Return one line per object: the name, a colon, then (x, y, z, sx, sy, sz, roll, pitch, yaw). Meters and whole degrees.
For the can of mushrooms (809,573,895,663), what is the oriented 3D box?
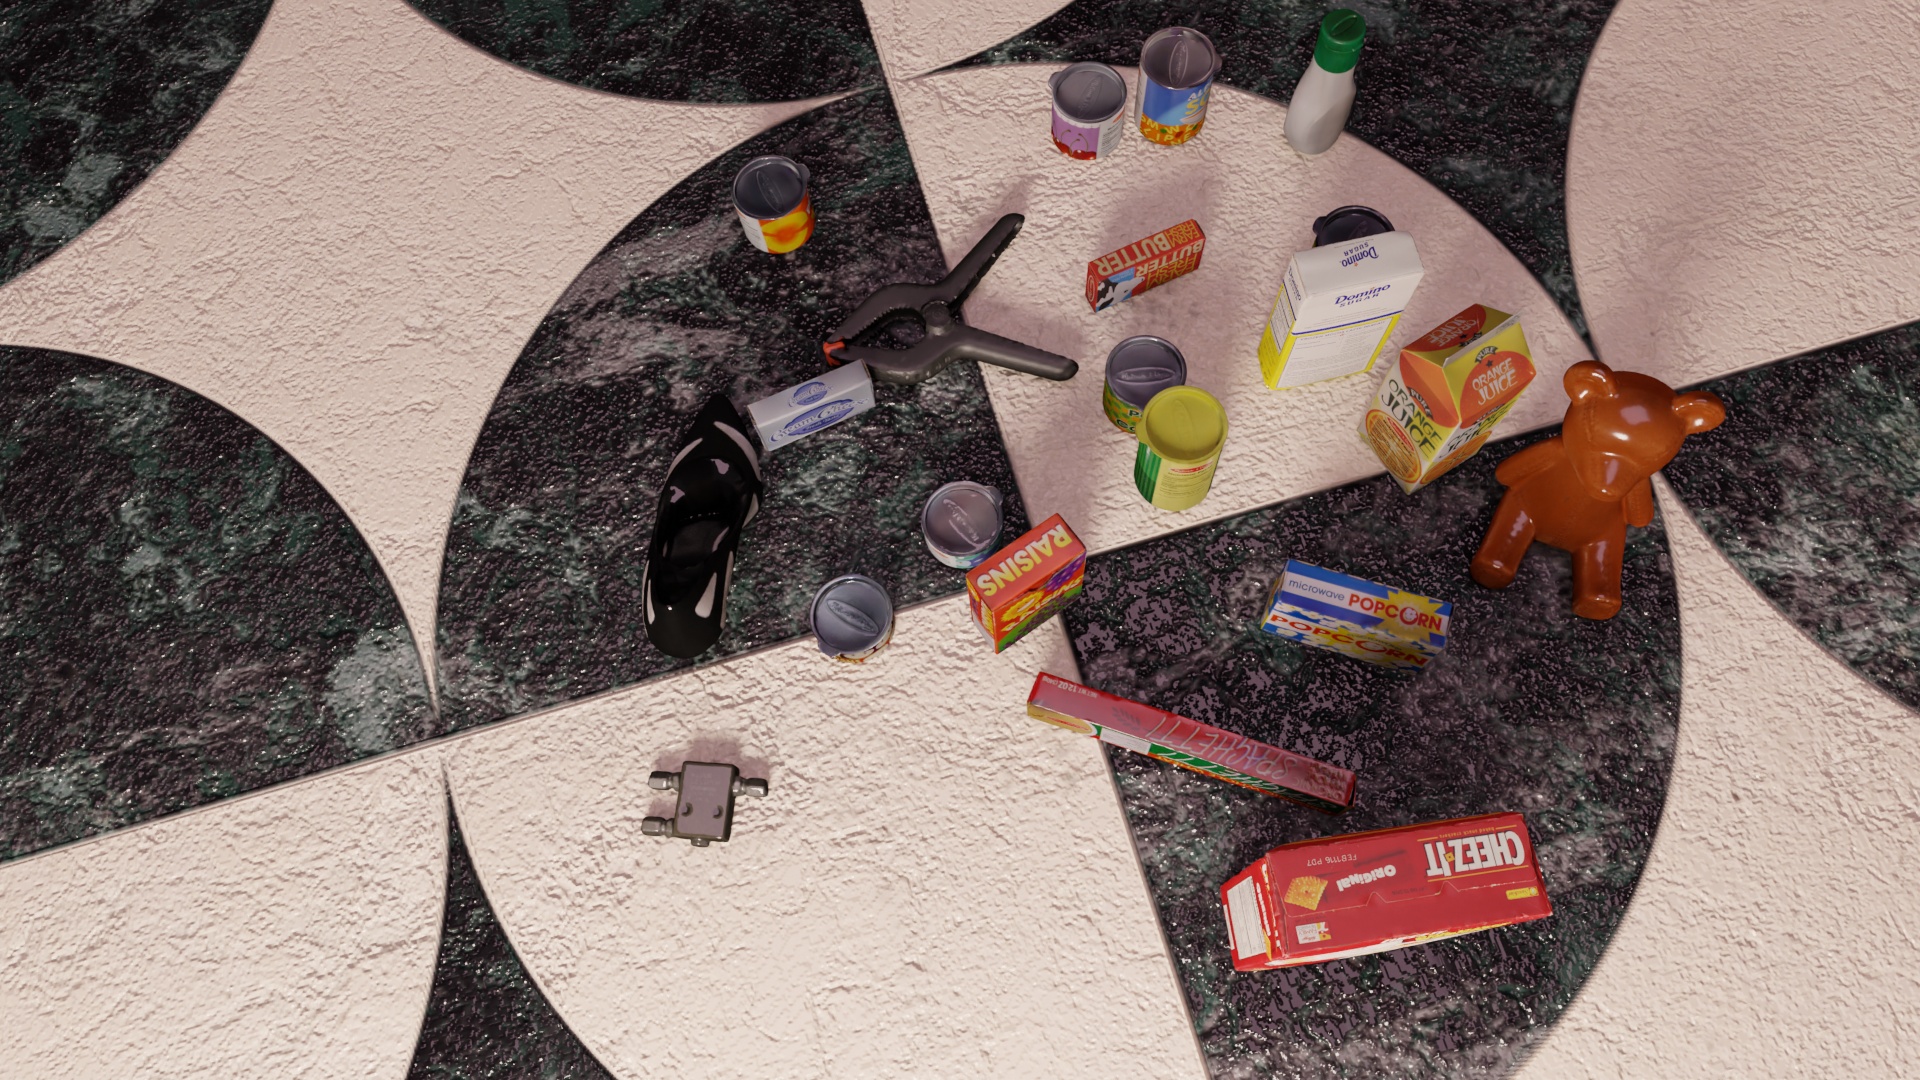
can of mushrooms: (-0.087, 0.064, 1.103, 0.071, 0.033, 0.071, -1, 70, 2)

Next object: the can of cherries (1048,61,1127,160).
can of cherries: (0.112, -0.386, 1.247, 0.071, 0.058, 0.072, -1, 70, 2)

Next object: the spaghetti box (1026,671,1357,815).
spaghetti box: (0.173, 0.154, 1.050, 0.250, 0.050, 0.029, 17, 72, 9)

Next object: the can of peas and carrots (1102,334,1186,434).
can of peas and carrots: (0.152, -0.125, 1.149, 0.071, 0.058, 0.071, -1, 70, 2)

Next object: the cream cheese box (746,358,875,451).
cream cheese box: (-0.123, -0.112, 1.159, 0.104, 0.053, 0.024, -23, 71, -6)

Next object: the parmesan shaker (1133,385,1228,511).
parmesan shaker: (0.170, -0.071, 1.105, 0.071, 0.102, 0.071, -1, 70, 2)

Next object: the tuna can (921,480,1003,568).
tuna can: (0.004, -0.014, 1.129, 0.071, 0.032, 0.071, -1, 70, 2)

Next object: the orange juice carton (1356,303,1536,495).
orange juice carton: (0.373, -0.113, 1.063, 0.072, 0.192, 0.073, -31, 72, -8)

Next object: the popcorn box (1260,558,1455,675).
popcorn box: (0.300, 0.059, 1.061, 0.127, 0.085, 0.038, 16, 72, 8)

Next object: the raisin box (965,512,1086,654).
raisin box: (0.050, 0.035, 1.060, 0.086, 0.123, 0.040, -33, 72, -9)

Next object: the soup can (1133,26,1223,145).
soup can: (0.192, -0.402, 1.236, 0.071, 0.083, 0.071, -1, 70, 2)

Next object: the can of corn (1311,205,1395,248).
can of corn: (0.330, -0.243, 1.185, 0.071, 0.058, 0.071, -1, 70, 2)

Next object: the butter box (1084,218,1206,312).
butter box: (0.158, -0.236, 1.192, 0.103, 0.053, 0.024, -24, 71, -6)

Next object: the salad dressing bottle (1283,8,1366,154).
salad dressing bottle: (0.315, -0.392, 1.193, 0.064, 0.147, 0.044, -37, 73, -10)

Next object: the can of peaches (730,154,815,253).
can of peaches: (-0.162, -0.297, 1.226, 0.071, 0.058, 0.071, -1, 70, 2)
